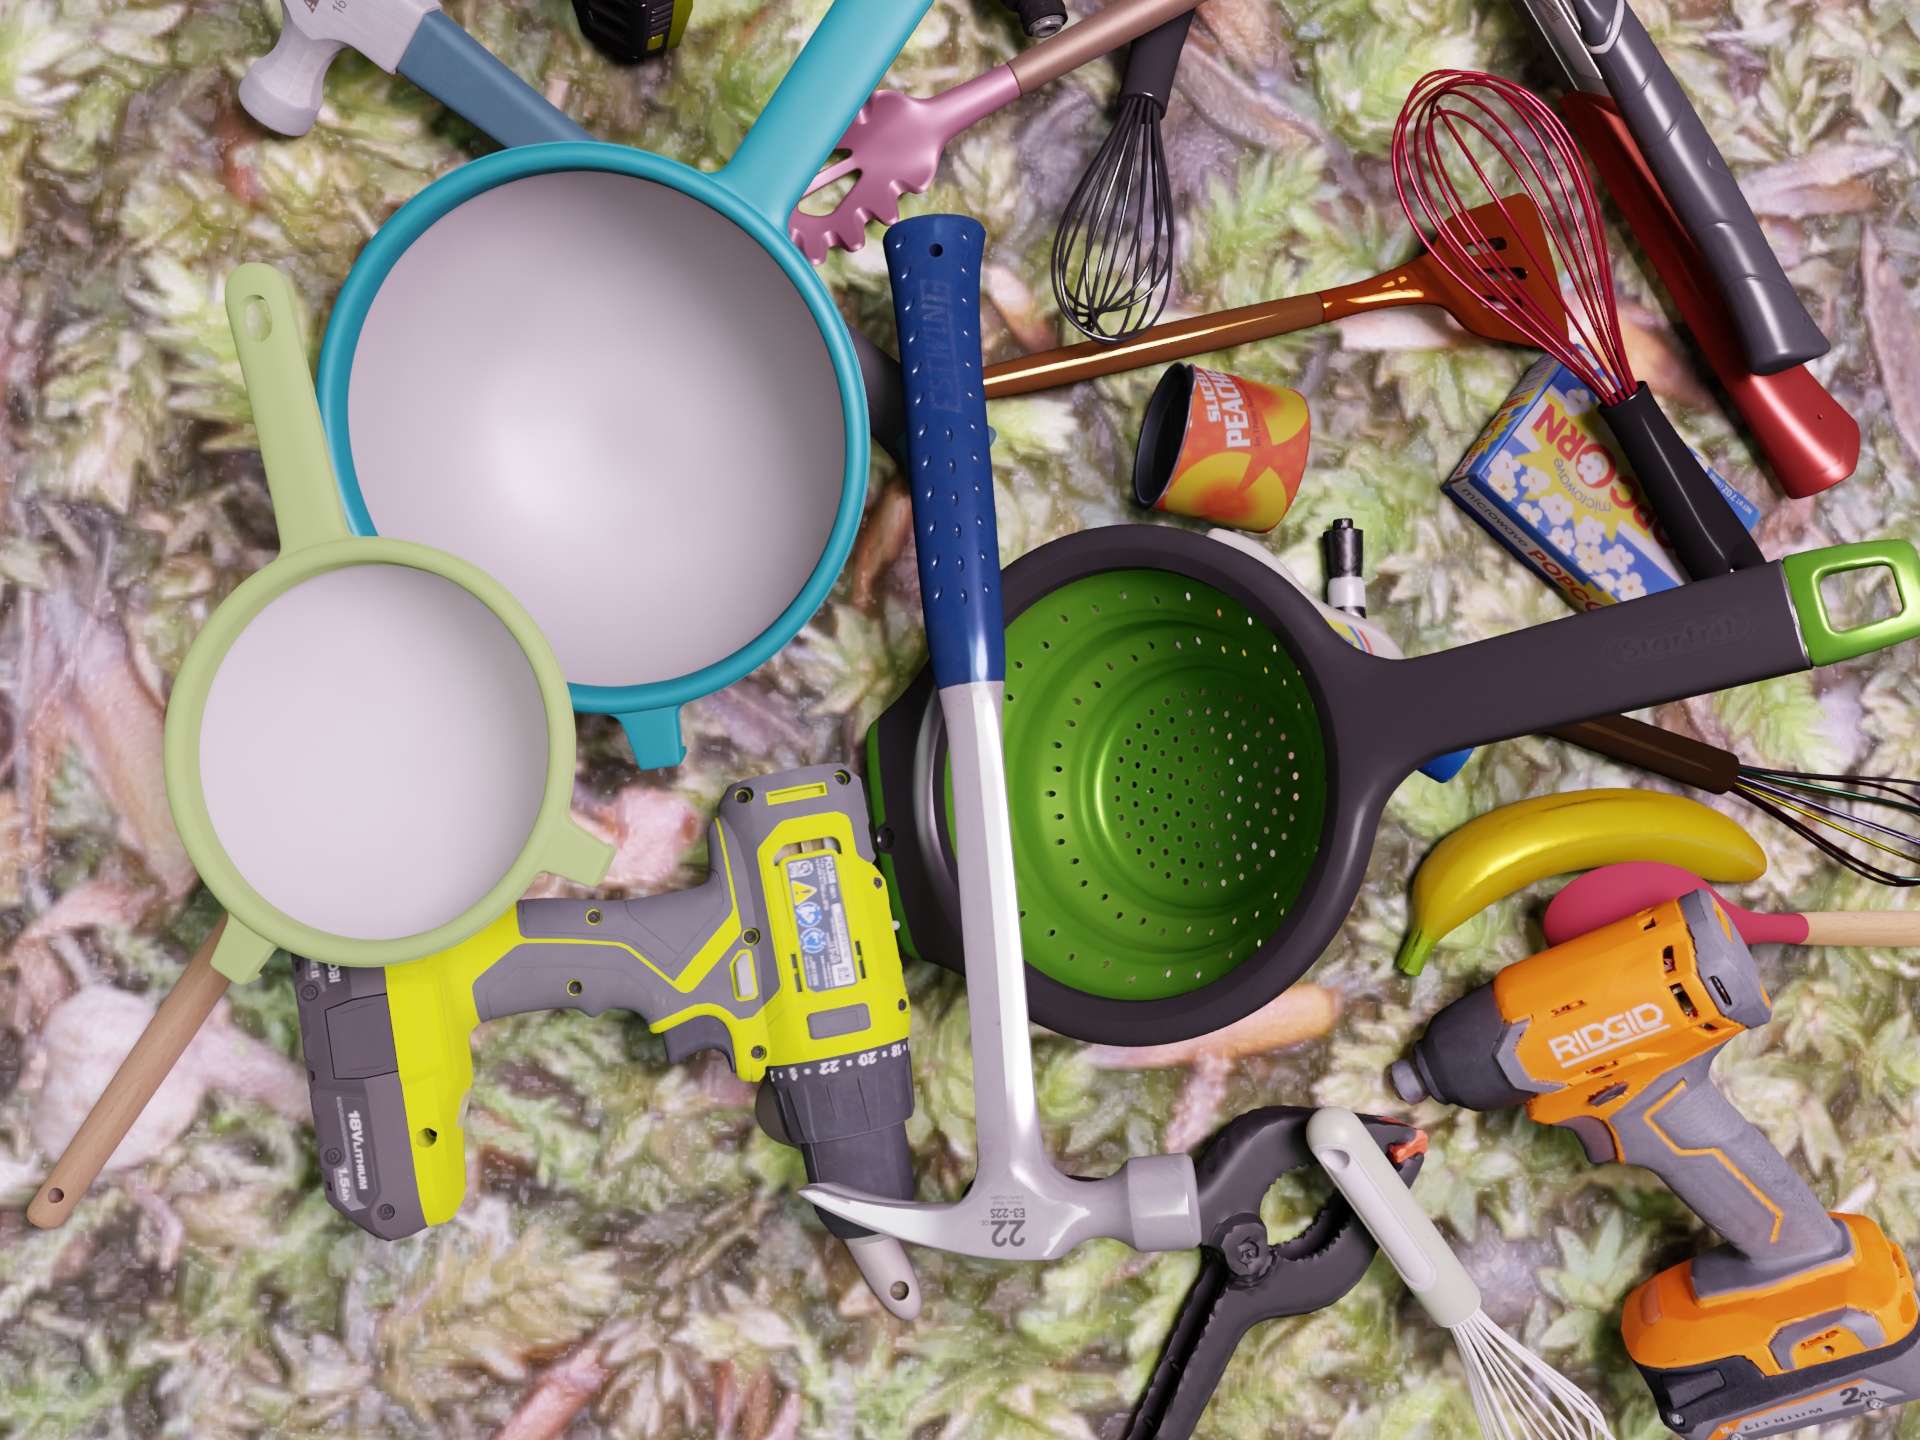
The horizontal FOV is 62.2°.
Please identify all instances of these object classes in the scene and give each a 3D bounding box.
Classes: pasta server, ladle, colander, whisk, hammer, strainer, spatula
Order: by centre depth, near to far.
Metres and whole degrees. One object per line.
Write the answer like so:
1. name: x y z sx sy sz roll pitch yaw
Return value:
1. strainer: -0.218 -0.039 0.586 0.151 0.069 0.256 -16 85 7
2. colander: 0.150 0.007 0.616 0.397 0.094 0.204 -16 78 31
3. strainer: -0.097 -0.164 0.616 0.211 0.095 0.340 36 104 -5
4. hammer: -0.001 -0.002 0.616 0.144 0.035 0.406 -6 79 6
5. hammer: -0.126 -0.204 0.660 0.331 0.033 0.128 36 119 -14
6. pasta server: 0.048 -0.289 0.686 0.316 0.040 0.060 -27 114 1
7. whisk: 0.223 0.265 0.704 0.246 0.058 0.059 54 41 -13
8. whisk: 0.287 -0.162 0.713 0.073 0.073 0.295 -39 101 -11
9. whisk: 0.085 -0.276 0.715 0.055 0.055 0.239 16 77 -11
10. hammer: 0.281 -0.332 0.717 0.149 0.036 0.409 -41 101 -36
11. spatula: 0.140 -0.183 0.740 0.322 0.041 0.081 -14 88 -8
12. hammer: 0.323 -0.262 0.770 0.149 0.037 0.359 -33 94 -14
13. ladle: 0.424 0.101 0.771 0.315 0.031 0.069 3 121 -18
14. whisk: 0.390 0.032 0.775 0.245 0.051 0.047 18 62 -6

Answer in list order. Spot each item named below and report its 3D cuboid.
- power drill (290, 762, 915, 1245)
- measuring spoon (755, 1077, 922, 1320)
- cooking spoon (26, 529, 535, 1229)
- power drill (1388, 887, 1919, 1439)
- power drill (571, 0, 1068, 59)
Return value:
1. power drill: -0.131 0.128 0.634 0.228 0.080 0.190 -9 83 -12
2. measuring spoon: -0.048 0.205 0.682 0.034 0.018 0.124 -30 93 -11
3. cooking spoon: -0.275 0.061 0.643 0.068 0.017 0.319 33 81 -8
4. power drill: 0.308 0.203 0.711 0.164 0.084 0.226 -29 95 25
5. power drill: -0.061 -0.365 0.680 0.223 0.080 0.171 -16 90 -15
